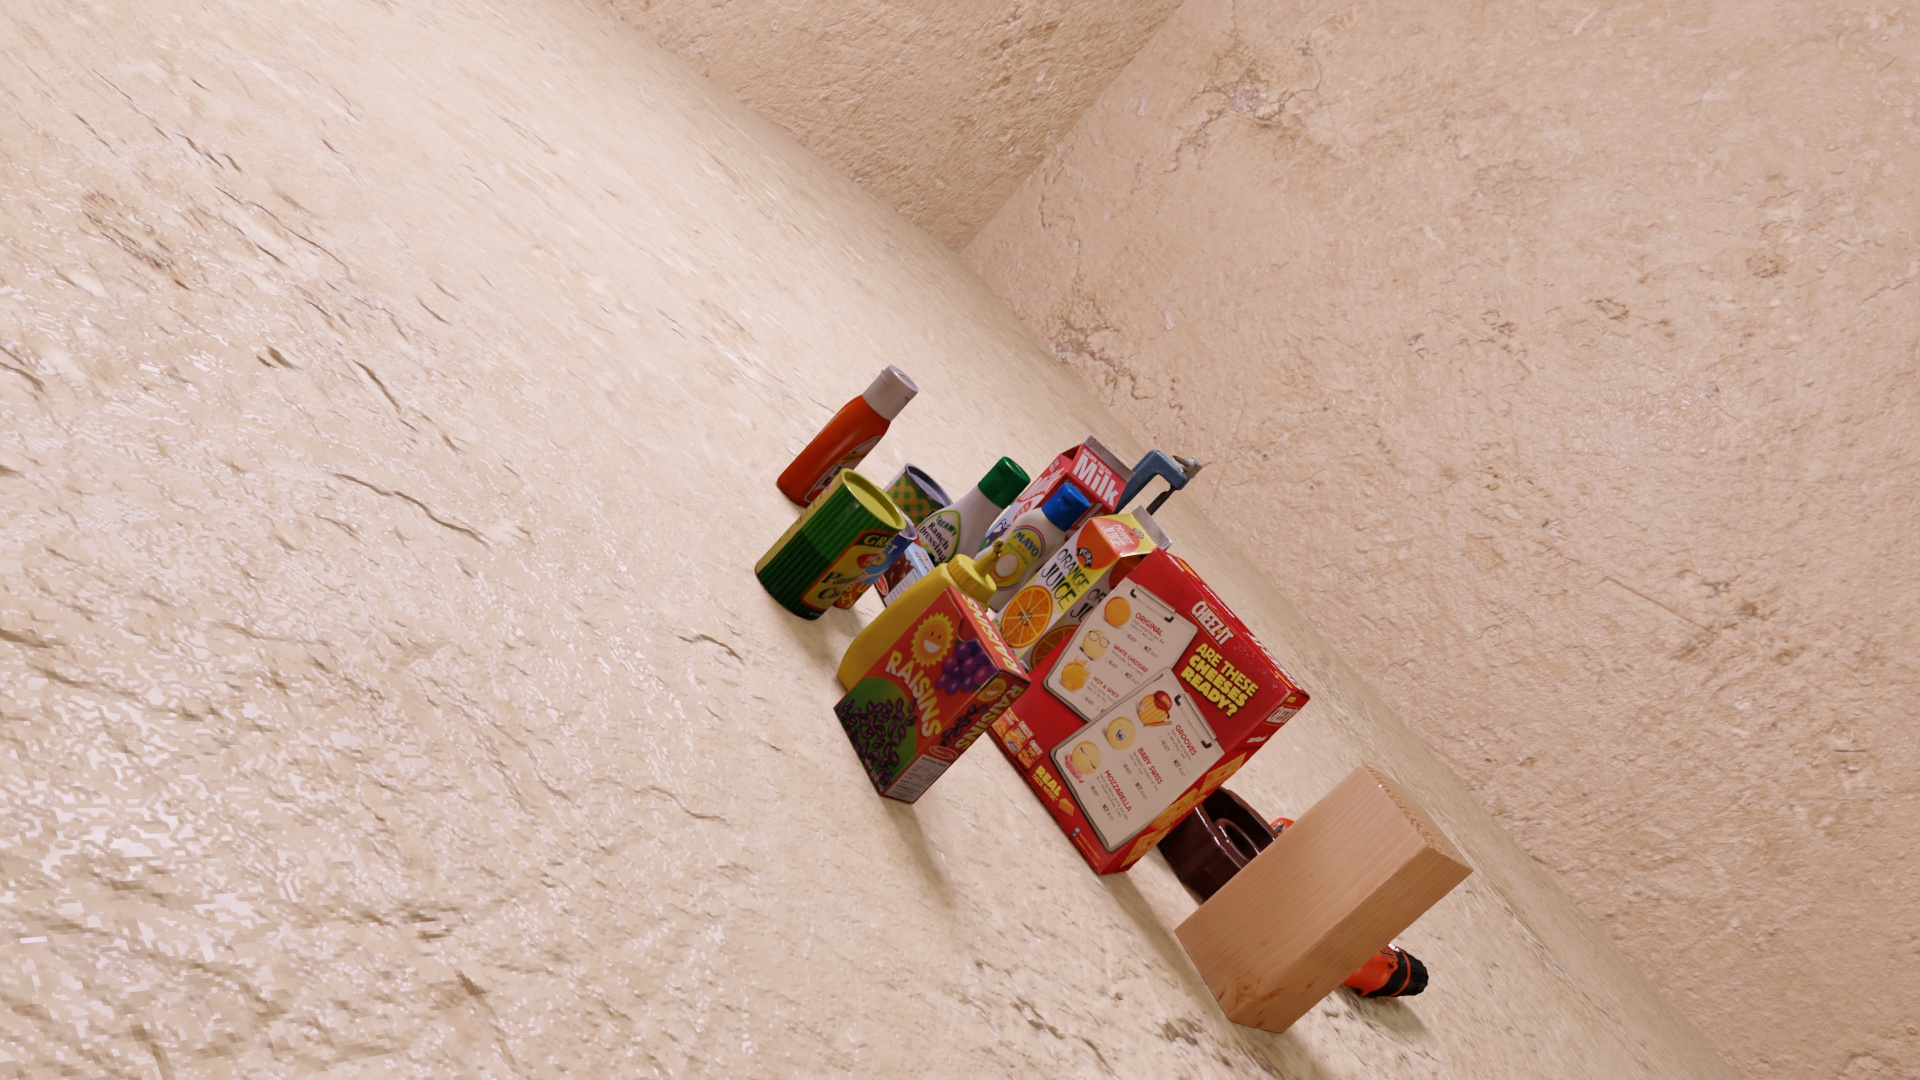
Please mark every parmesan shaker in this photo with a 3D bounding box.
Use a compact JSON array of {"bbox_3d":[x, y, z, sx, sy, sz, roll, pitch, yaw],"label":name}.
[{"bbox_3d":[-0.099,0.004,1.071,0.071,0.103,0.071,40,14,-12],"label":"parmesan shaker"}]

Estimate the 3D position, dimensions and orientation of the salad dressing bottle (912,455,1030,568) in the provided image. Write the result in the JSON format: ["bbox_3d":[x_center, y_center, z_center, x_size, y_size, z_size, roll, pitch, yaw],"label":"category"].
[{"bbox_3d":[0.005,-0.017,1.325,0.044,0.147,0.064,25,23,-53],"label":"salad dressing bottle"}]

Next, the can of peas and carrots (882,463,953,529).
[{"bbox_3d":[-0.048,-0.034,1.412,0.071,0.058,0.071,40,14,-12],"label":"can of peas and carrots"}]

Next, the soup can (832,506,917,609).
[{"bbox_3d":[-0.088,0.006,1.137,0.071,0.083,0.071,40,14,-12],"label":"soup can"}]

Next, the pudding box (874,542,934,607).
[{"bbox_3d":[-0.043,0.043,1.222,0.030,0.049,0.084,32,18,-40],"label":"pudding box"}]

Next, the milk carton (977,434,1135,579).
[{"bbox_3d":[0.104,-0.027,1.539,0.072,0.190,0.074,40,14,-15],"label":"milk carton"}]

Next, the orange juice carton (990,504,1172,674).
[{"bbox_3d":[0.127,0.050,1.373,0.073,0.192,0.072,33,17,-36],"label":"orange juice carton"}]

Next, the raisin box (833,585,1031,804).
[{"bbox_3d":[-0.021,0.105,0.947,0.040,0.123,0.086,30,19,-45],"label":"raisin box"}]

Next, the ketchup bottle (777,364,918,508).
[{"bbox_3d":[-0.100,-0.095,1.261,0.043,0.148,0.065,47,14,14],"label":"ketchup bottle"}]

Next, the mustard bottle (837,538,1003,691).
[{"bbox_3d":[-0.019,0.059,1.013,0.065,0.160,0.049,47,14,13],"label":"mustard bottle"}]

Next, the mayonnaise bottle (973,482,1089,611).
[{"bbox_3d":[0.072,0.004,1.448,0.065,0.148,0.041,46,14,9],"label":"mayonnaise bottle"}]
